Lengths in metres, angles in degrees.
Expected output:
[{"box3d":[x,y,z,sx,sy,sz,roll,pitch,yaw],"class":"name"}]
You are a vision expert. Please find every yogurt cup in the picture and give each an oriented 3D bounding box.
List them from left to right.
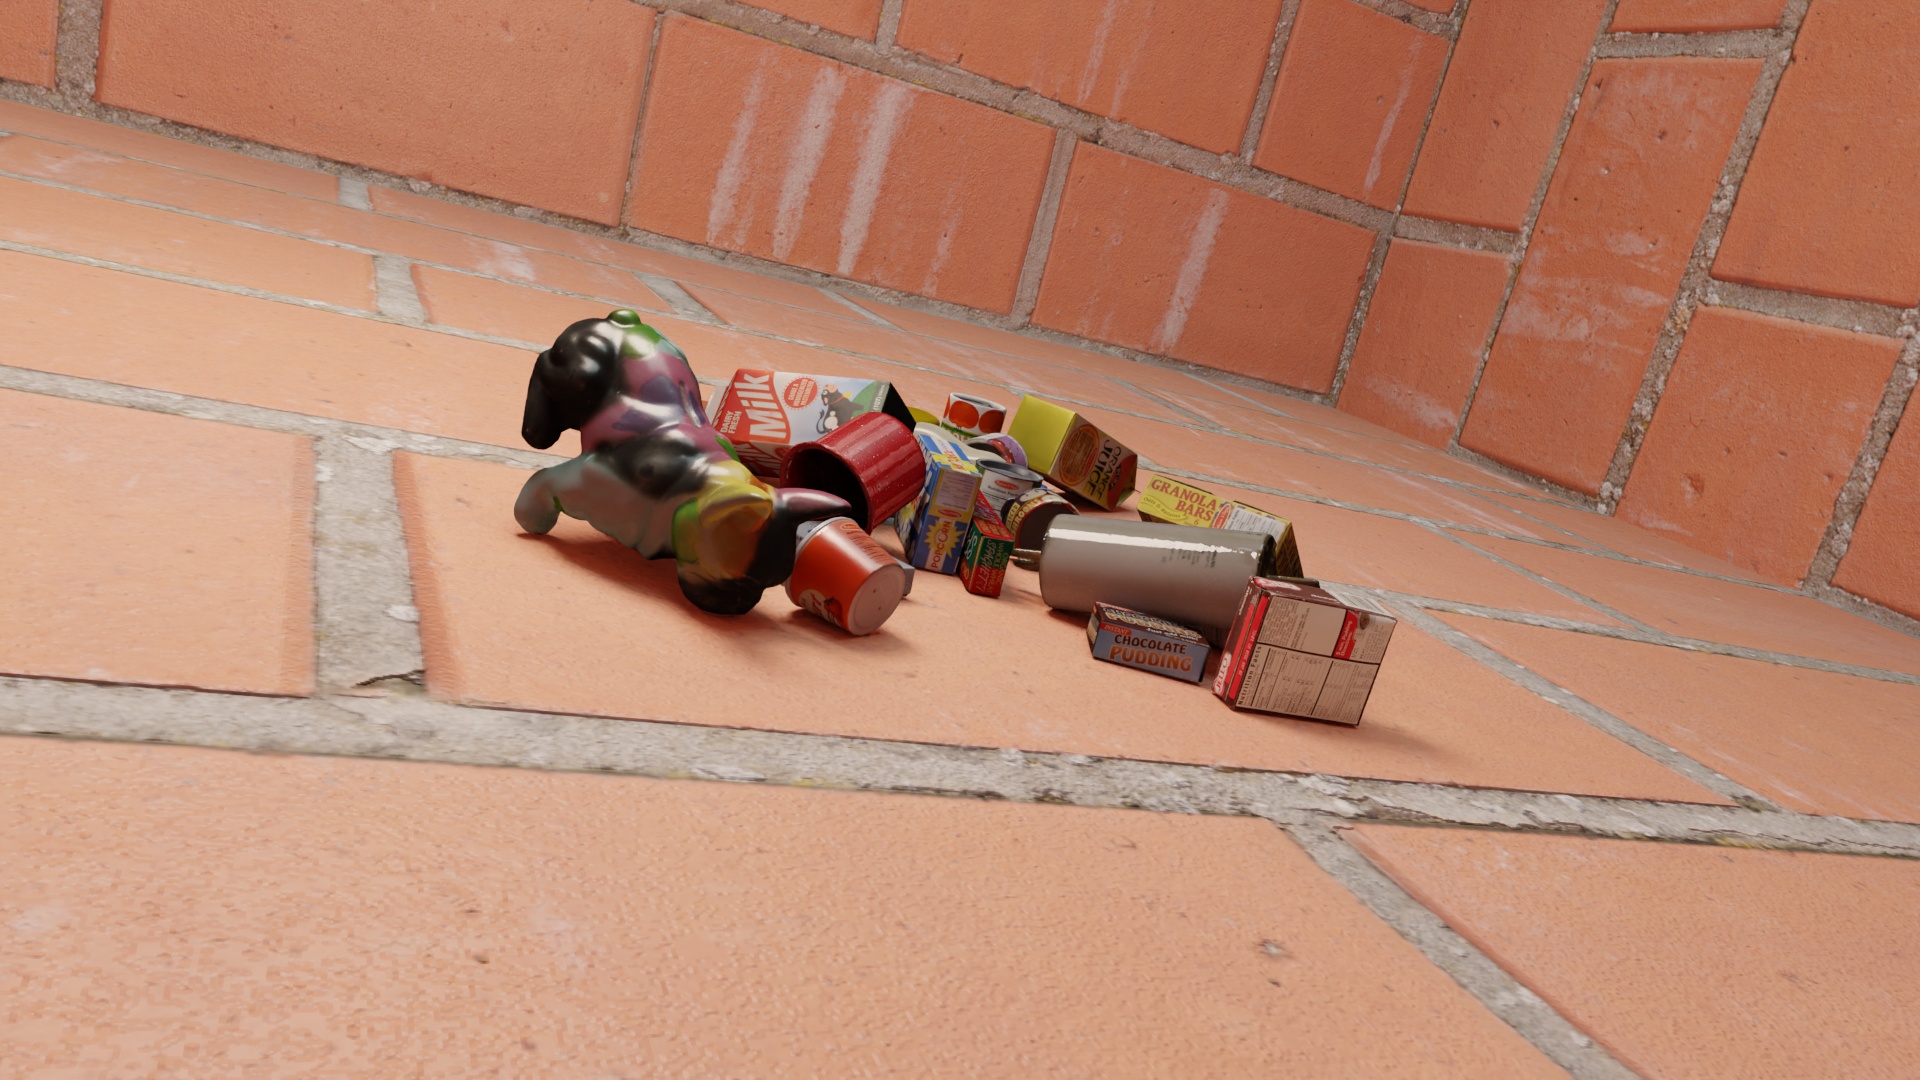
[{"box3d":[-0.073,0.026,0.909,0.054,0.072,0.072,33,20,29],"class":"yogurt cup"}]

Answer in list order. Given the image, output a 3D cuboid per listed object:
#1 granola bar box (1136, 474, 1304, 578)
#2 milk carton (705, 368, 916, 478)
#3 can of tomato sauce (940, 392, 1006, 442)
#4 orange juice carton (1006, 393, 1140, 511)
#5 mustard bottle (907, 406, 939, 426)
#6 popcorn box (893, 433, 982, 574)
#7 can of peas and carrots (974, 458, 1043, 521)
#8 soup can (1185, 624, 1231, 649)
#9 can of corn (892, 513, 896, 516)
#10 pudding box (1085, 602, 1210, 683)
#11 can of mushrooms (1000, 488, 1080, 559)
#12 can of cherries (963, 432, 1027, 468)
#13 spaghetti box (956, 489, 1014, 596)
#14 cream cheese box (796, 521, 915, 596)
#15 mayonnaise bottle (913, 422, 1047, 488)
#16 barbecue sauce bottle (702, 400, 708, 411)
[{"box3d":[0.228,0.011,1.191,0.124,0.039,0.165,22,-15,26],"class":"granola bar box"},{"box3d":[-0.144,-0.098,1.212,0.190,0.072,0.073,8,-23,22],"class":"milk carton"},{"box3d":[0.008,-0.111,1.499,0.071,0.083,0.071,15,13,-3],"class":"can of tomato sauce"},{"box3d":[0.129,-0.088,1.513,0.072,0.073,0.192,25,0,36],"class":"orange juice carton"},{"box3d":[-0.075,-0.116,1.504,0.065,0.048,0.161,19,15,17],"class":"mustard bottle"},{"box3d":[-0.021,-0.032,1.150,0.038,0.085,0.127,14,13,-13],"class":"popcorn box"},{"box3d":[0.039,-0.040,1.304,0.071,0.058,0.071,15,13,-3],"class":"can of peas and carrots"},{"box3d":[0.206,0.047,1.122,0.084,0.071,0.071,27,17,37],"class":"soup can"},{"box3d":[-0.063,-0.058,1.261,0.071,0.058,0.071,15,13,-4],"class":"can of corn"},{"box3d":[0.137,0.074,1.016,0.084,0.030,0.050,15,12,-3],"class":"pudding box"},{"box3d":[0.069,-0.010,1.199,0.071,0.071,0.033,9,16,-25],"class":"can of mushrooms"},{"box3d":[0.030,-0.072,1.414,0.071,0.071,0.058,19,14,16],"class":"can of cherries"},{"box3d":[0.004,-0.015,1.183,0.029,0.050,0.251,11,14,-13],"class":"spaghetti box"},{"box3d":[-0.088,0.014,1.020,0.104,0.024,0.053,26,18,37],"class":"cream cheese box"},{"box3d":[0.012,-0.064,1.368,0.148,0.064,0.041,23,23,14],"class":"mayonnaise bottle"},{"box3d":[-0.284,-0.119,1.294,0.149,0.043,0.065,7,15,-33],"class":"barbecue sauce bottle"}]
